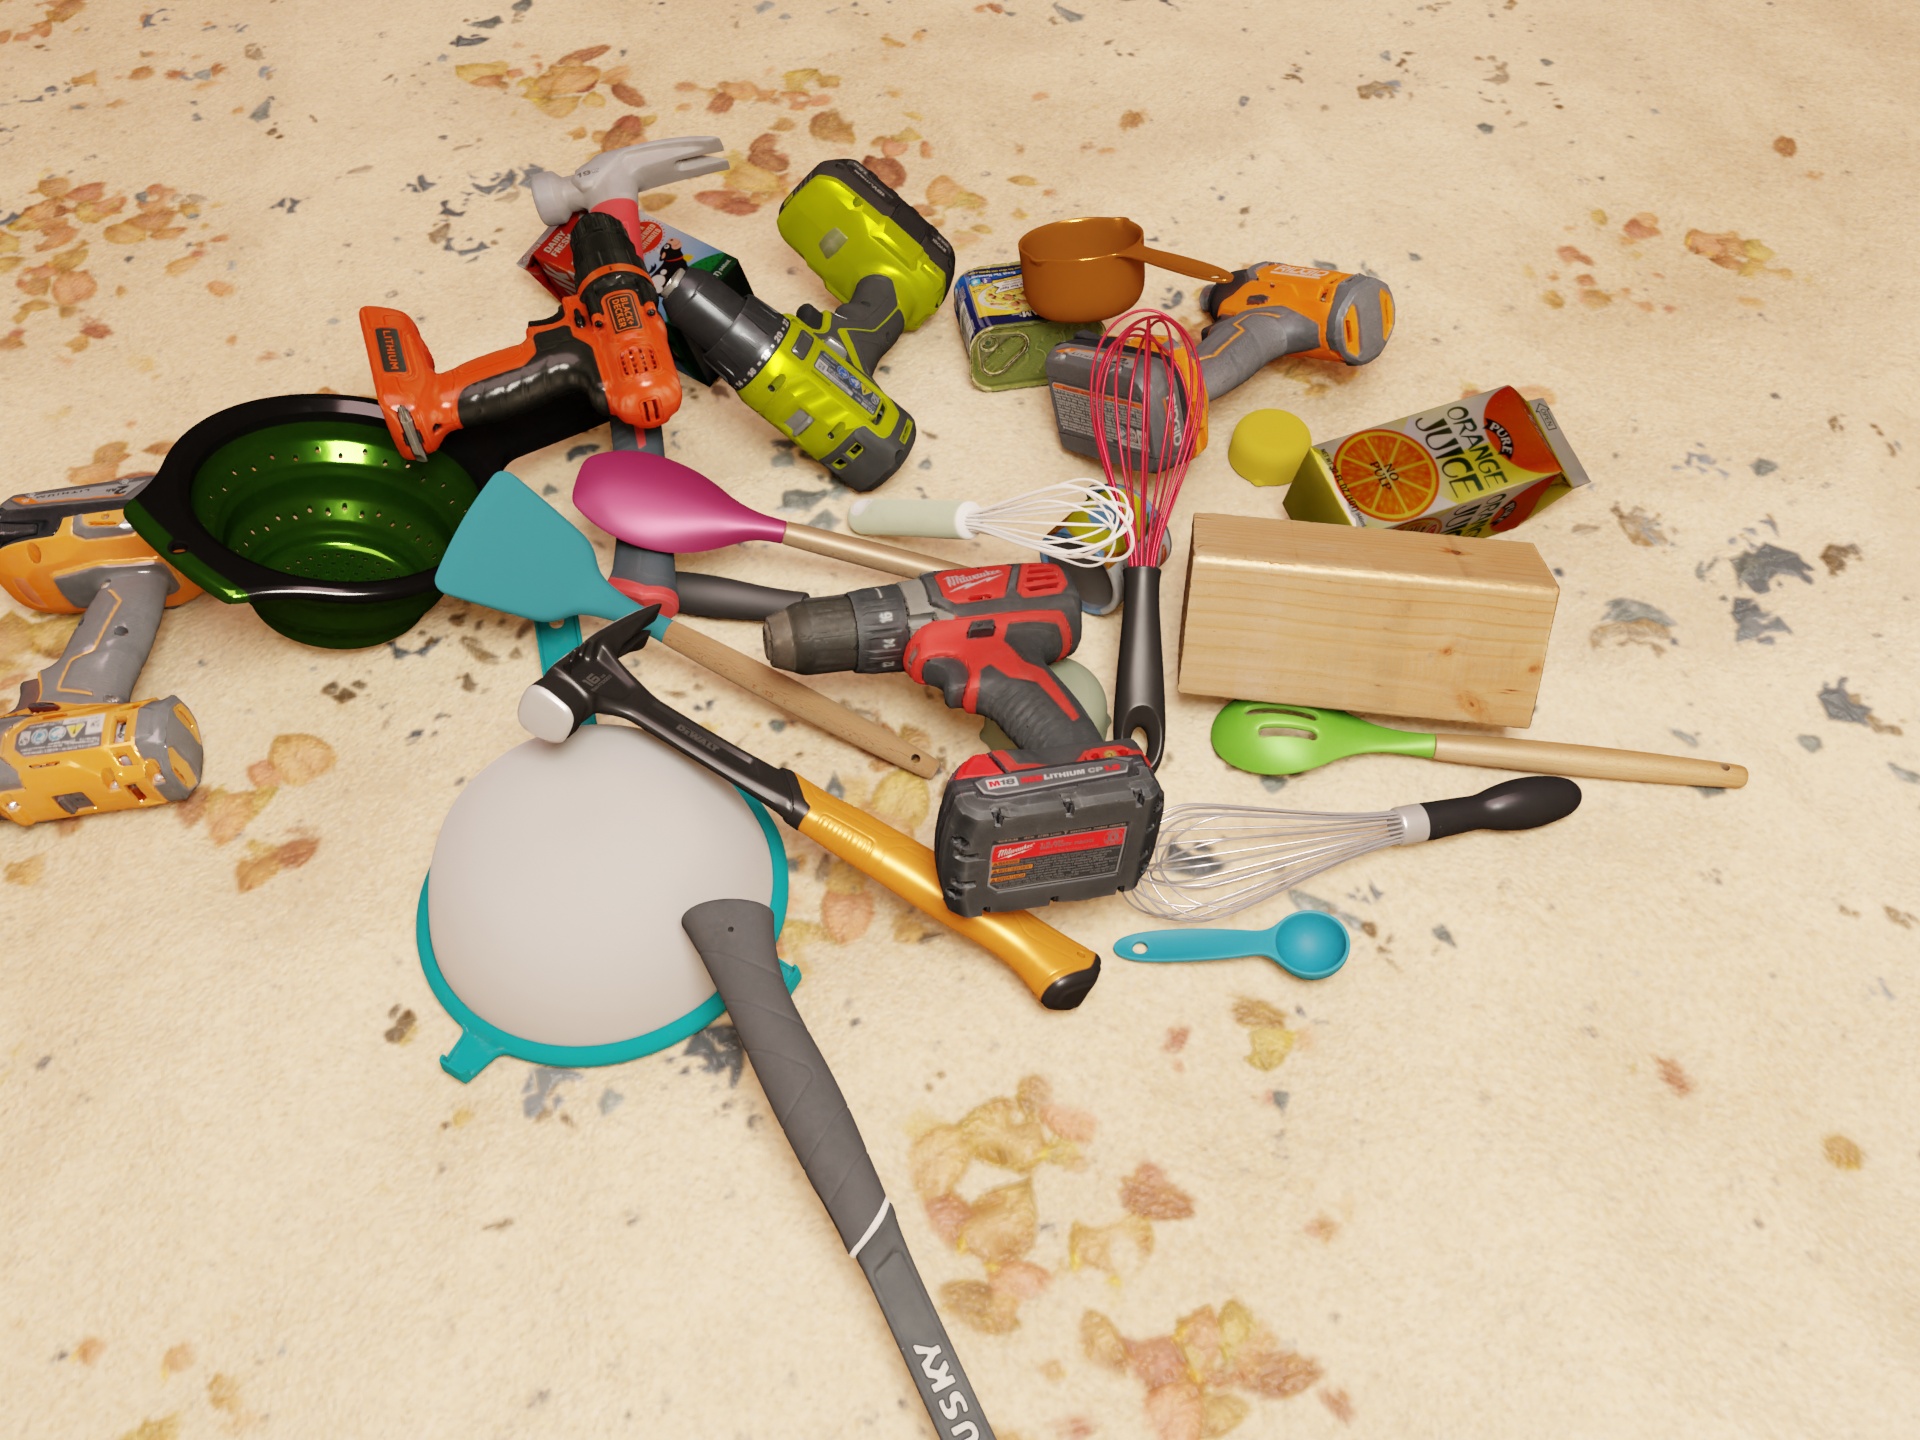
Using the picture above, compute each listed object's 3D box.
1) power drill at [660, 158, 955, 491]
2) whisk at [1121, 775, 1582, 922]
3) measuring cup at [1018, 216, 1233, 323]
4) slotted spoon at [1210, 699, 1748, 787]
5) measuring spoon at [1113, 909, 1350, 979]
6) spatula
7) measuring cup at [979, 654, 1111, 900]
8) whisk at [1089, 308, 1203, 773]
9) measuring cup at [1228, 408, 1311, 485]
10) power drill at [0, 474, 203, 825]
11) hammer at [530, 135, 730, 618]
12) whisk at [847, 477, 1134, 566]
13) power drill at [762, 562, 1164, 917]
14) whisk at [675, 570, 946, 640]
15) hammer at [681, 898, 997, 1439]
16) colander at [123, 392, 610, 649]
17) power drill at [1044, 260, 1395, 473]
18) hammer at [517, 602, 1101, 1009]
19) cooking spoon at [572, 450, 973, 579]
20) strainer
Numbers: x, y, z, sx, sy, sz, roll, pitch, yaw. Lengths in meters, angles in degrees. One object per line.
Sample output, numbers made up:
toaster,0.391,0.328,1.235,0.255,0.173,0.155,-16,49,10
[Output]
power drill,-0.100,-0.291,1.117,0.190,0.080,0.229,37,46,-22
whisk,0.224,0.065,0.902,0.284,0.070,0.070,-9,52,-12
measuring cup,0.115,-0.298,1.088,0.095,0.052,0.174,-34,44,-32
slotted spoon,0.309,0.016,0.953,0.314,0.031,0.070,6,48,4
measuring spoon,0.149,0.129,0.879,0.128,0.021,0.042,-3,48,11
spatula,-0.155,-0.042,0.956,0.317,0.044,0.082,27,81,3
measuring cup,0.059,0.028,0.939,0.083,0.038,0.168,-7,50,-4
whisk,0.112,-0.110,0.969,0.073,0.073,0.296,2,82,3
measuring cup,0.263,-0.180,1.101,0.156,0.029,0.062,17,55,15
power drill,-0.563,-0.036,0.982,0.185,0.084,0.226,-9,57,-4
hammer,-0.209,-0.241,1.081,0.143,0.038,0.387,-13,63,3
whisk,0.012,-0.125,1.000,0.246,0.059,0.058,10,53,46
power drill,-0.001,-0.003,0.879,0.188,0.080,0.227,-7,44,-14
whisk,-0.102,-0.068,1.017,0.239,0.055,0.055,10,53,14
hammer,-0.038,0.256,0.736,0.149,0.036,0.409,-24,64,-14
colander,-0.345,-0.147,1.065,0.205,0.094,0.397,36,43,17
power drill,0.172,-0.262,1.127,0.226,0.084,0.164,-30,34,-24
hammer,-0.070,0.052,0.872,0.337,0.034,0.127,32,32,3
cooking spoon,-0.087,-0.114,1.015,0.319,0.017,0.069,14,63,-8
strainer,-0.221,0.026,0.913,0.211,0.095,0.341,-13,55,-9
